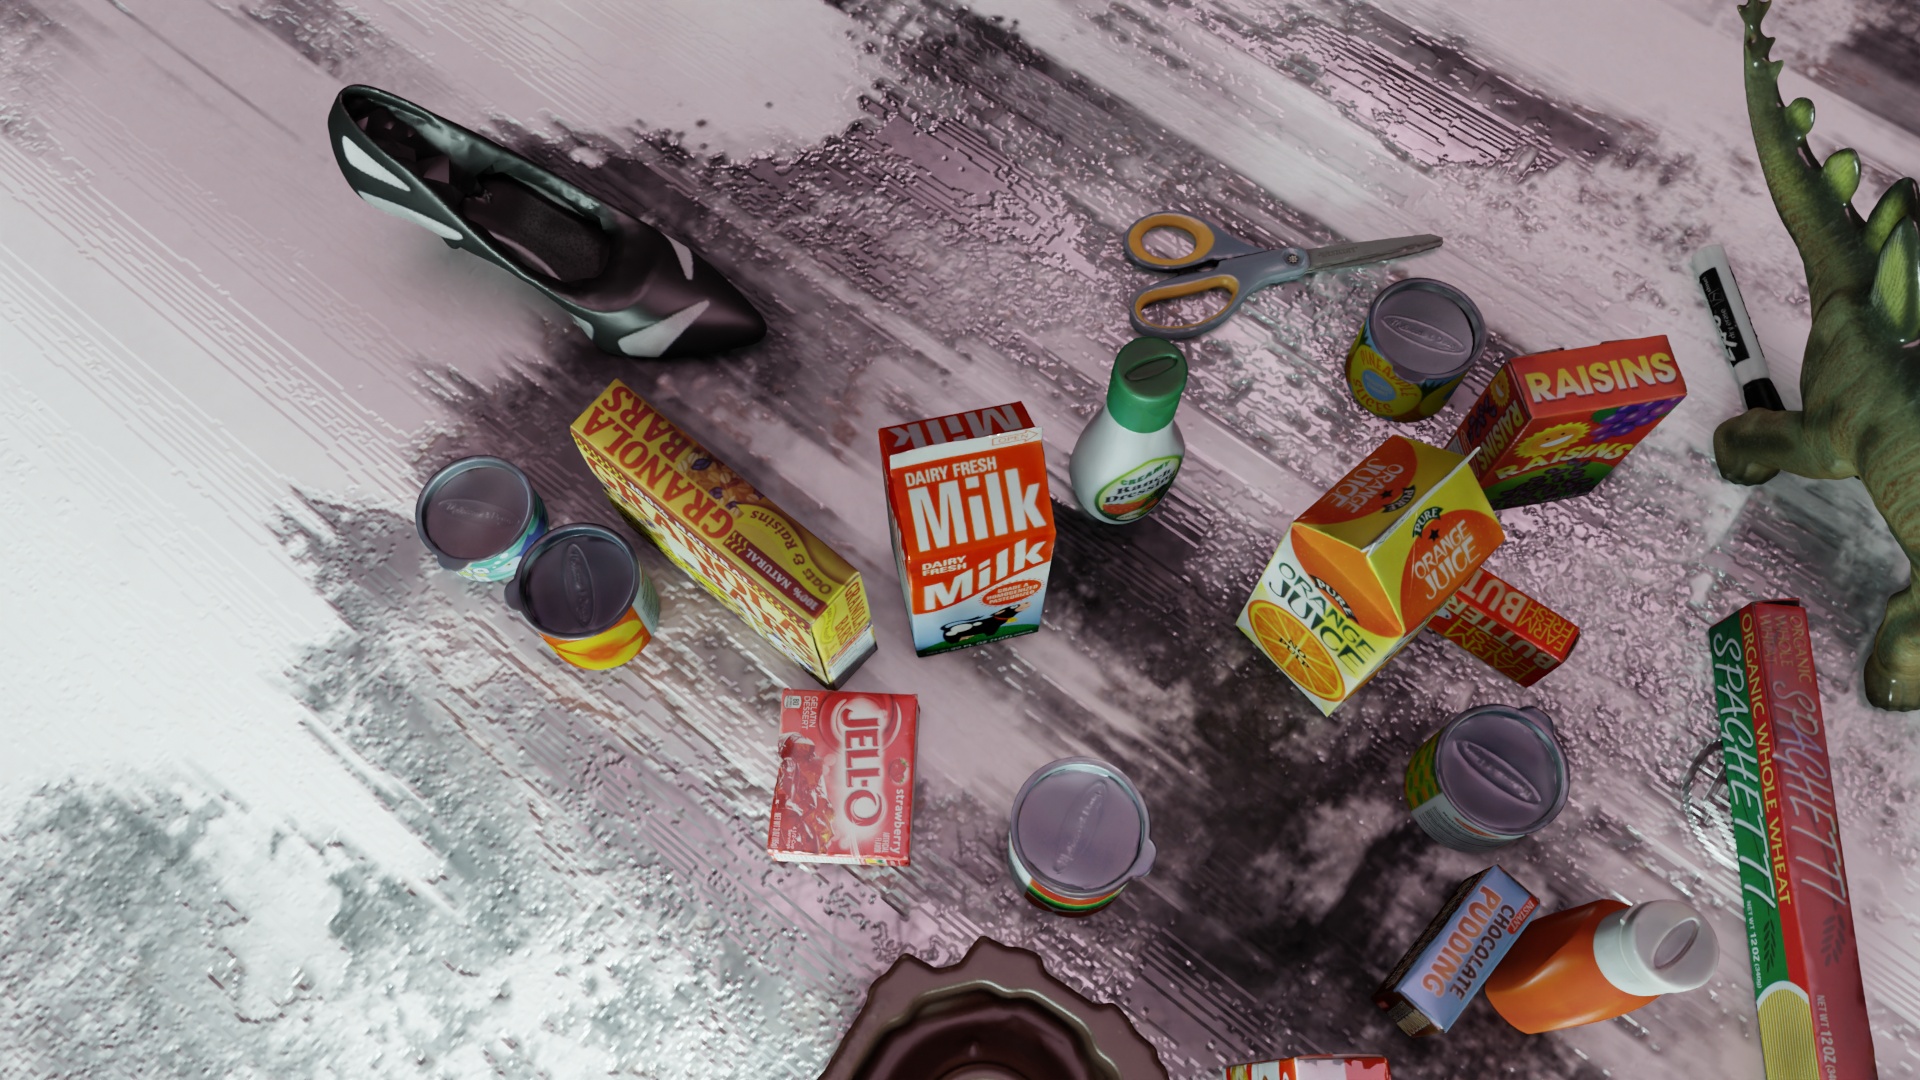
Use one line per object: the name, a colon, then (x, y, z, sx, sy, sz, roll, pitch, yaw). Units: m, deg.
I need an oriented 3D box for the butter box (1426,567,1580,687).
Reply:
butter box: (0.275, 0.036, 0.751, 0.103, 0.053, 0.024, 34, 72, 13)

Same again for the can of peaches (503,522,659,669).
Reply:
can of peaches: (-0.203, 0.032, 0.752, 0.071, 0.058, 0.071, 0, 68, 0)

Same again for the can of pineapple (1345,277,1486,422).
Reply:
can of pineapple: (0.262, -0.109, 0.808, 0.071, 0.057, 0.071, 0, 68, 0)

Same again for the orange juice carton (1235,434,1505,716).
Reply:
orange juice carton: (0.201, 0.015, 0.685, 0.072, 0.192, 0.073, -39, 73, -14)

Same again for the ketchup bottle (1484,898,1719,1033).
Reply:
ketchup bottle: (0.292, 0.192, 0.635, 0.065, 0.148, 0.043, -41, 73, -14)

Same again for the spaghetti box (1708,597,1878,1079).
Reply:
spaghetti box: (0.419, 0.153, 0.703, 0.029, 0.050, 0.251, 4, 68, 2)

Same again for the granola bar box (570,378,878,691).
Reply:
granola bar box: (-0.121, 0.002, 0.728, 0.166, 0.123, 0.039, 38, 73, 14)

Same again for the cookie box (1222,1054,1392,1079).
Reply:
cookie box: (0.149, 0.285, 0.587, 0.040, 0.166, 0.123, -1, 68, 0)

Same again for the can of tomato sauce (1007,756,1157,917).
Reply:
can of tomato sauce: (0.059, 0.150, 0.689, 0.071, 0.082, 0.071, 0, 68, 0)

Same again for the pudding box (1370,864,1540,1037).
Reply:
pudding box: (0.244, 0.203, 0.684, 0.030, 0.049, 0.084, 41, 74, 15)

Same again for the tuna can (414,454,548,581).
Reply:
tuna can: (-0.270, -0.010, 0.783, 0.071, 0.032, 0.071, 0, 68, 0)

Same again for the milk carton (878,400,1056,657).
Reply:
milk carton: (0.002, -0.009, 0.697, 0.072, 0.189, 0.073, -12, 68, -4)

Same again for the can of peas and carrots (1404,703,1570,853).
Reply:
can of peas and carrots: (0.269, 0.121, 0.713, 0.071, 0.058, 0.071, 0, 68, 0)

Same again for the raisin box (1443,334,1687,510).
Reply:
raisin box: (0.321, -0.060, 0.753, 0.086, 0.123, 0.040, -9, 68, -3)

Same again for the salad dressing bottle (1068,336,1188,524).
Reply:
salad dressing bottle: (0.092, -0.057, 0.739, 0.064, 0.147, 0.044, -21, 69, -8)
